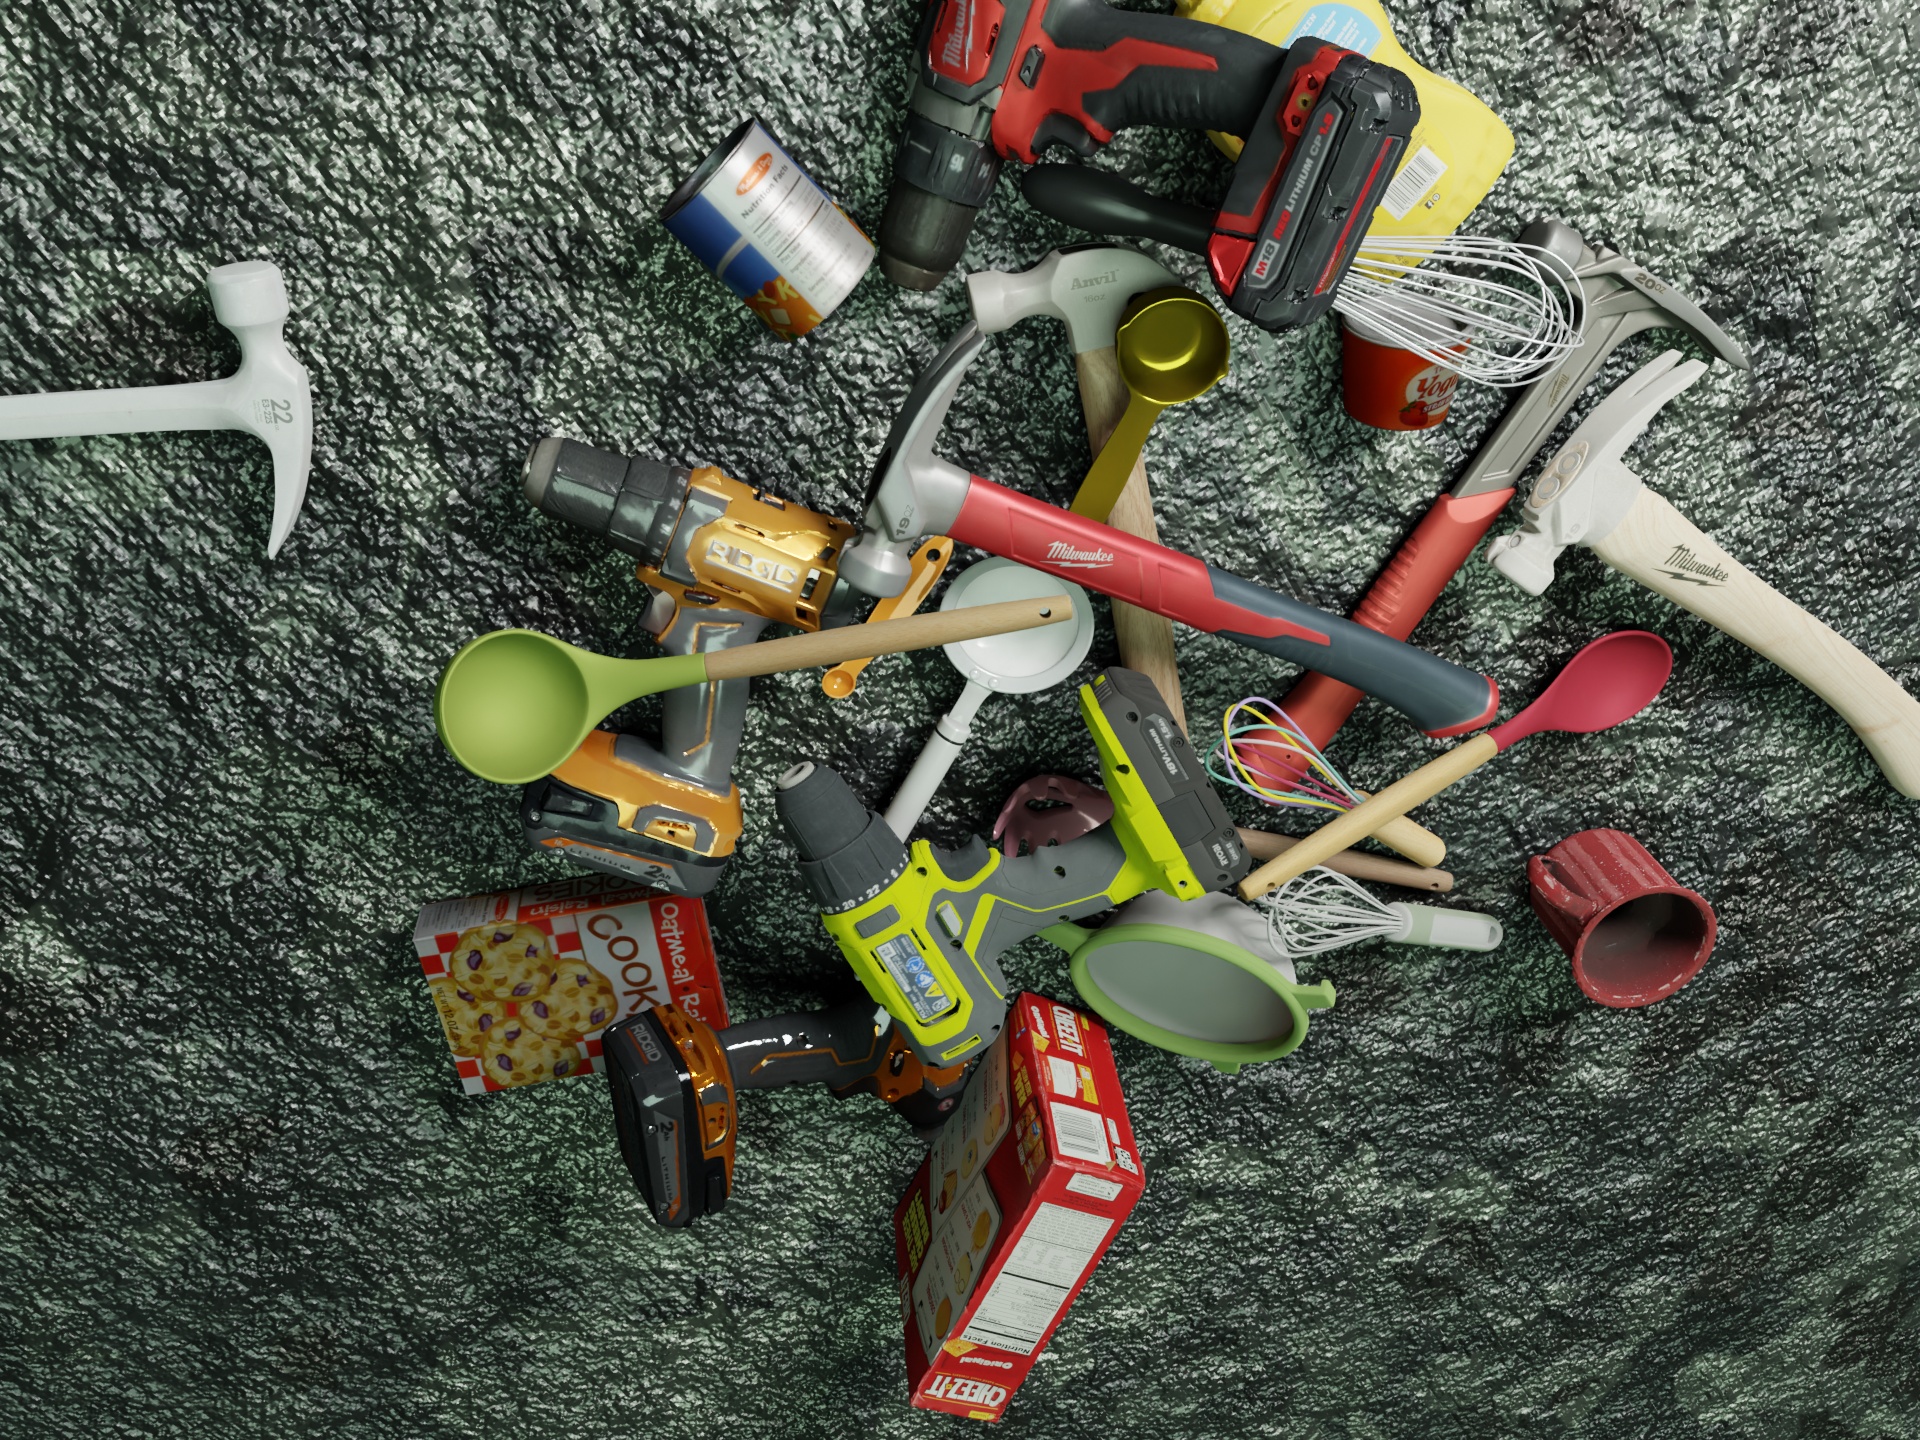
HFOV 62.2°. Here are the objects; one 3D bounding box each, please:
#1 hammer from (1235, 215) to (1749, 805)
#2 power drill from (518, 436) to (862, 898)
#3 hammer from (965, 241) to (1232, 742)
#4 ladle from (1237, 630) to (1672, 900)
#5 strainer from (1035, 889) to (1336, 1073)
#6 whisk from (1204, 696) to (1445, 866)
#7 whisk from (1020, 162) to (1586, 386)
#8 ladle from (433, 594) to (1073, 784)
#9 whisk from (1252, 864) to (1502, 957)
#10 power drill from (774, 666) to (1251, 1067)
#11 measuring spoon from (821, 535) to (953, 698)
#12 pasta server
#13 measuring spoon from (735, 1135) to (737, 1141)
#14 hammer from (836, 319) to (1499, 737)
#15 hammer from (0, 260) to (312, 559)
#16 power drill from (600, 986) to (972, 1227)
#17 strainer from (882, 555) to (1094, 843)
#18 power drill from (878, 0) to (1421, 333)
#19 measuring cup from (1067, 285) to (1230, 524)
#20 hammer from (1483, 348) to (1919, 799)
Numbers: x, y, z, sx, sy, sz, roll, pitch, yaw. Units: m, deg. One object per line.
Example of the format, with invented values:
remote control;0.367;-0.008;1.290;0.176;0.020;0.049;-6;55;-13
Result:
hammer;0.281;-0.095;0.914;0.149;0.037;0.359;25;111;-19
power drill;-0.171;-0.033;0.861;0.185;0.084;0.226;20;110;-15
hammer;0.097;-0.101;0.888;0.130;0.031;0.331;-13;119;0
ladle;0.291;0.027;0.934;0.315;0.031;0.069;-28;125;-16
strainer;0.102;0.126;0.996;0.256;0.069;0.151;26;146;-2
whisk;0.222;0.049;0.942;0.244;0.047;0.051;27;112;-42
whisk;0.165;-0.227;0.780;0.284;0.070;0.070;19;116;7
ladle;-0.101;-0.028;0.792;0.320;0.062;0.078;-9;106;1
whisk;0.265;0.124;0.982;0.246;0.059;0.058;12;89;-40
power drill;0.026;0.067;0.887;0.228;0.080;0.190;-29;107;6
measuring spoon;-0.042;-0.060;0.904;0.021;0.011;0.117;32;106;-23
pasta server;0.170;0.079;0.991;0.316;0.040;0.060;12;128;-15
measuring spoon;-0.179;0.255;1.021;0.042;0.021;0.128;-16;139;6
hammer;0.137;-0.079;0.847;0.386;0.038;0.143;18;115;-20
hammer;-0.526;-0.138;0.777;0.405;0.035;0.144;-5;118;-5
power drill;-0.094;0.222;0.977;0.226;0.084;0.164;-17;121;-25
strainer;-0.001;-0.003;0.913;0.087;0.050;0.258;27;111;-11
power drill;0.072;-0.256;0.732;0.227;0.080;0.187;30;117;14
measuring cup;0.087;-0.155;0.829;0.062;0.029;0.156;17;127;-15
hammer;0.492;-0.060;0.941;0.410;0.038;0.146;27;110;-27
